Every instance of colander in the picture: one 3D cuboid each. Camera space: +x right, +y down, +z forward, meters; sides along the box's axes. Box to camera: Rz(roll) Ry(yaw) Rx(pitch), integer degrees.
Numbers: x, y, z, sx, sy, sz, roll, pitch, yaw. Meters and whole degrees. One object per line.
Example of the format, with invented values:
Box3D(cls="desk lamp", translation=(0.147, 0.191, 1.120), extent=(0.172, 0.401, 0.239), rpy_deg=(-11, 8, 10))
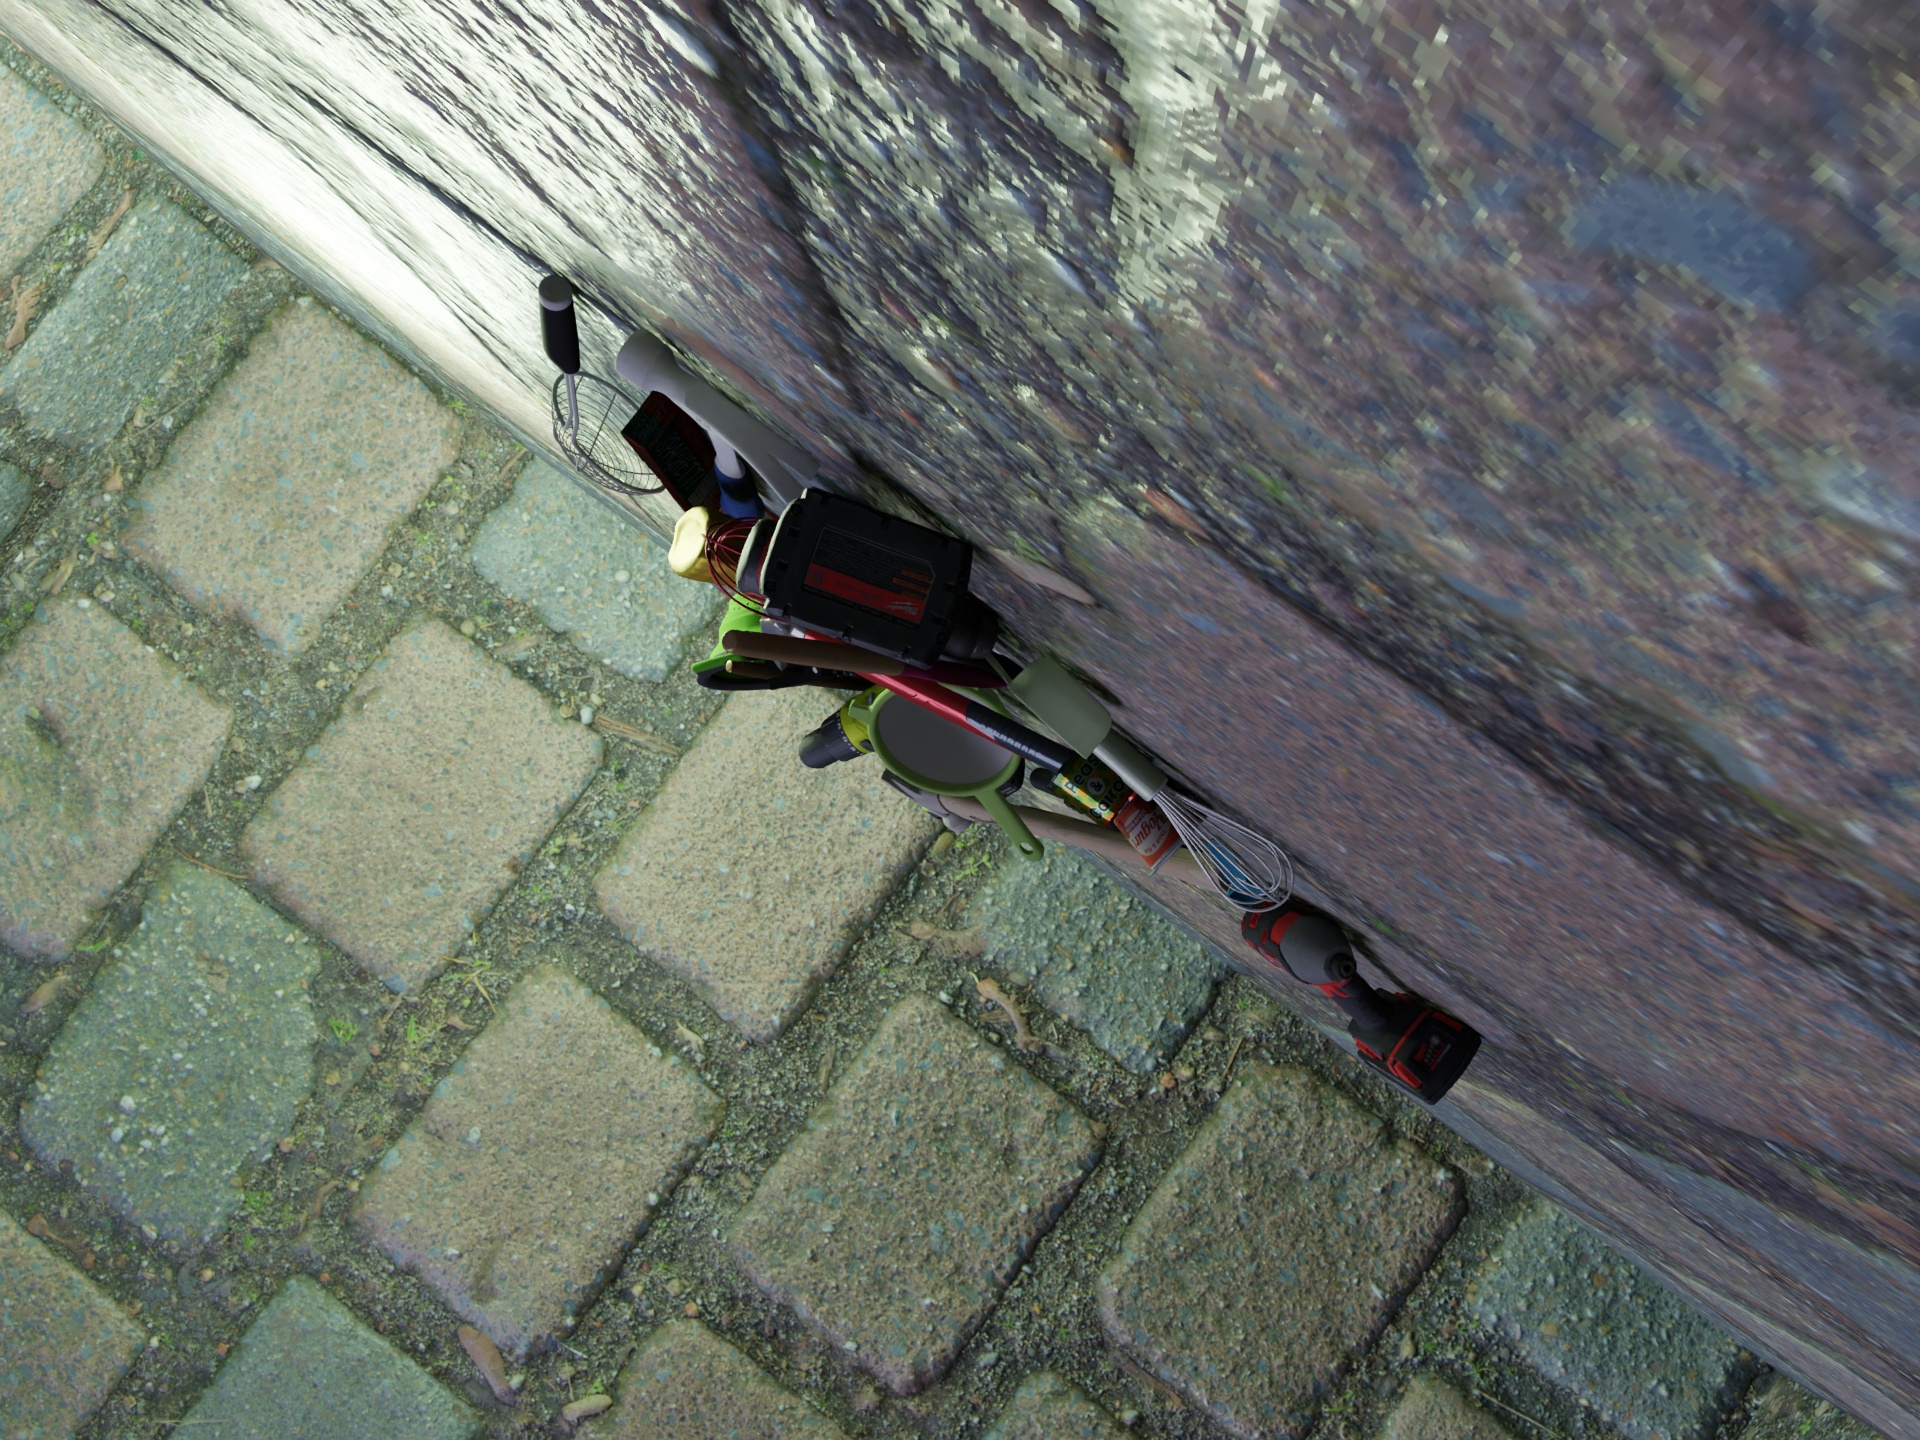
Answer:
Box3D(cls="colander", translation=(-0.162, -0.094, 1.856), extent=(0.204, 0.094, 0.397), rpy_deg=(-13, 171, 26))

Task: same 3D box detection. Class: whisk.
Box3D(cls="whisk", translation=(0.156, 0.058, 1.220), extent=(0.246, 0.059, 0.058), rpy_deg=(41, -162, 1))
Box3D(cls="whisk", translation=(-0.062, -0.078, 1.211), extent=(0.295, 0.073, 0.073), rpy_deg=(24, 179, -15))

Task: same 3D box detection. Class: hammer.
Box3D(cls="hammer", translation=(0.098, 0.109, 1.631), extent=(0.411, 0.038, 0.146), rpy_deg=(12, 163, 42))
Box3D(cls="hammer", translation=(-0.171, -0.191, 1.209), extent=(0.144, 0.035, 0.405), rpy_deg=(37, 176, -3))
Box3D(cls="hammer", translation=(-0.133, -0.093, 1.528), extent=(0.336, 0.127, 0.034), rpy_deg=(105, 154, -77))
Box3D(cls="hammer", translation=(-0.002, -0.004, 1.405), extent=(0.386, 0.038, 0.143), rpy_deg=(27, 161, 9))

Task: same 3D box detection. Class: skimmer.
Box3D(cls="skimmer", translation=(-0.276, -0.269, 1.234), extent=(0.127, 0.090, 0.363), rpy_deg=(57, 166, 3))

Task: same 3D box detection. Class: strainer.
Box3D(cls="strainer", translation=(0.018, 0.034, 1.558), extent=(0.151, 0.069, 0.256), rpy_deg=(-17, 126, 30))

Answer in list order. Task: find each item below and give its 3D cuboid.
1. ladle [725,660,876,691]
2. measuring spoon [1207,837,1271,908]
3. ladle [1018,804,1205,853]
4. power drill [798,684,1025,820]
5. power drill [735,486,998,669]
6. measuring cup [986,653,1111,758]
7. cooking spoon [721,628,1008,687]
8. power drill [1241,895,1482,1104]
Box3D(cls="ladle", translation=(-0.134, -0.035, 1.773), extent=(0.320, 0.062, 0.078), rpy_deg=(7, -134, -44))
Box3D(cls="measuring spoon", translation=(0.255, 0.136, 1.470), extent=(0.042, 0.021, 0.128), rpy_deg=(-9, 141, 26))
Box3D(cls="ladle", translation=(0.164, 0.127, 1.706), extent=(0.069, 0.031, 0.316), rpy_deg=(39, 165, -36))
Box3D(cls="power drill", translation=(-0.052, 0.032, 1.791), extent=(0.228, 0.190, 0.080), rpy_deg=(34, -144, -46))
Box3D(cls="power drill", translation=(-0.050, -0.082, 1.035), extent=(0.188, 0.080, 0.227), rpy_deg=(19, 180, -10))
Box3D(cls="measuring cup", translation=(0.052, -0.035, 1.149), extent=(0.083, 0.038, 0.168), rpy_deg=(39, -173, -44))
Box3D(cls="cooking spoon", translation=(-0.057, -0.040, 1.070), extent=(0.069, 0.017, 0.318), rpy_deg=(13, -176, 30))
Box3D(cls="power drill", translation=(0.363, 0.249, 1.448), extent=(0.219, 0.078, 0.143), rpy_deg=(41, 174, -20))
